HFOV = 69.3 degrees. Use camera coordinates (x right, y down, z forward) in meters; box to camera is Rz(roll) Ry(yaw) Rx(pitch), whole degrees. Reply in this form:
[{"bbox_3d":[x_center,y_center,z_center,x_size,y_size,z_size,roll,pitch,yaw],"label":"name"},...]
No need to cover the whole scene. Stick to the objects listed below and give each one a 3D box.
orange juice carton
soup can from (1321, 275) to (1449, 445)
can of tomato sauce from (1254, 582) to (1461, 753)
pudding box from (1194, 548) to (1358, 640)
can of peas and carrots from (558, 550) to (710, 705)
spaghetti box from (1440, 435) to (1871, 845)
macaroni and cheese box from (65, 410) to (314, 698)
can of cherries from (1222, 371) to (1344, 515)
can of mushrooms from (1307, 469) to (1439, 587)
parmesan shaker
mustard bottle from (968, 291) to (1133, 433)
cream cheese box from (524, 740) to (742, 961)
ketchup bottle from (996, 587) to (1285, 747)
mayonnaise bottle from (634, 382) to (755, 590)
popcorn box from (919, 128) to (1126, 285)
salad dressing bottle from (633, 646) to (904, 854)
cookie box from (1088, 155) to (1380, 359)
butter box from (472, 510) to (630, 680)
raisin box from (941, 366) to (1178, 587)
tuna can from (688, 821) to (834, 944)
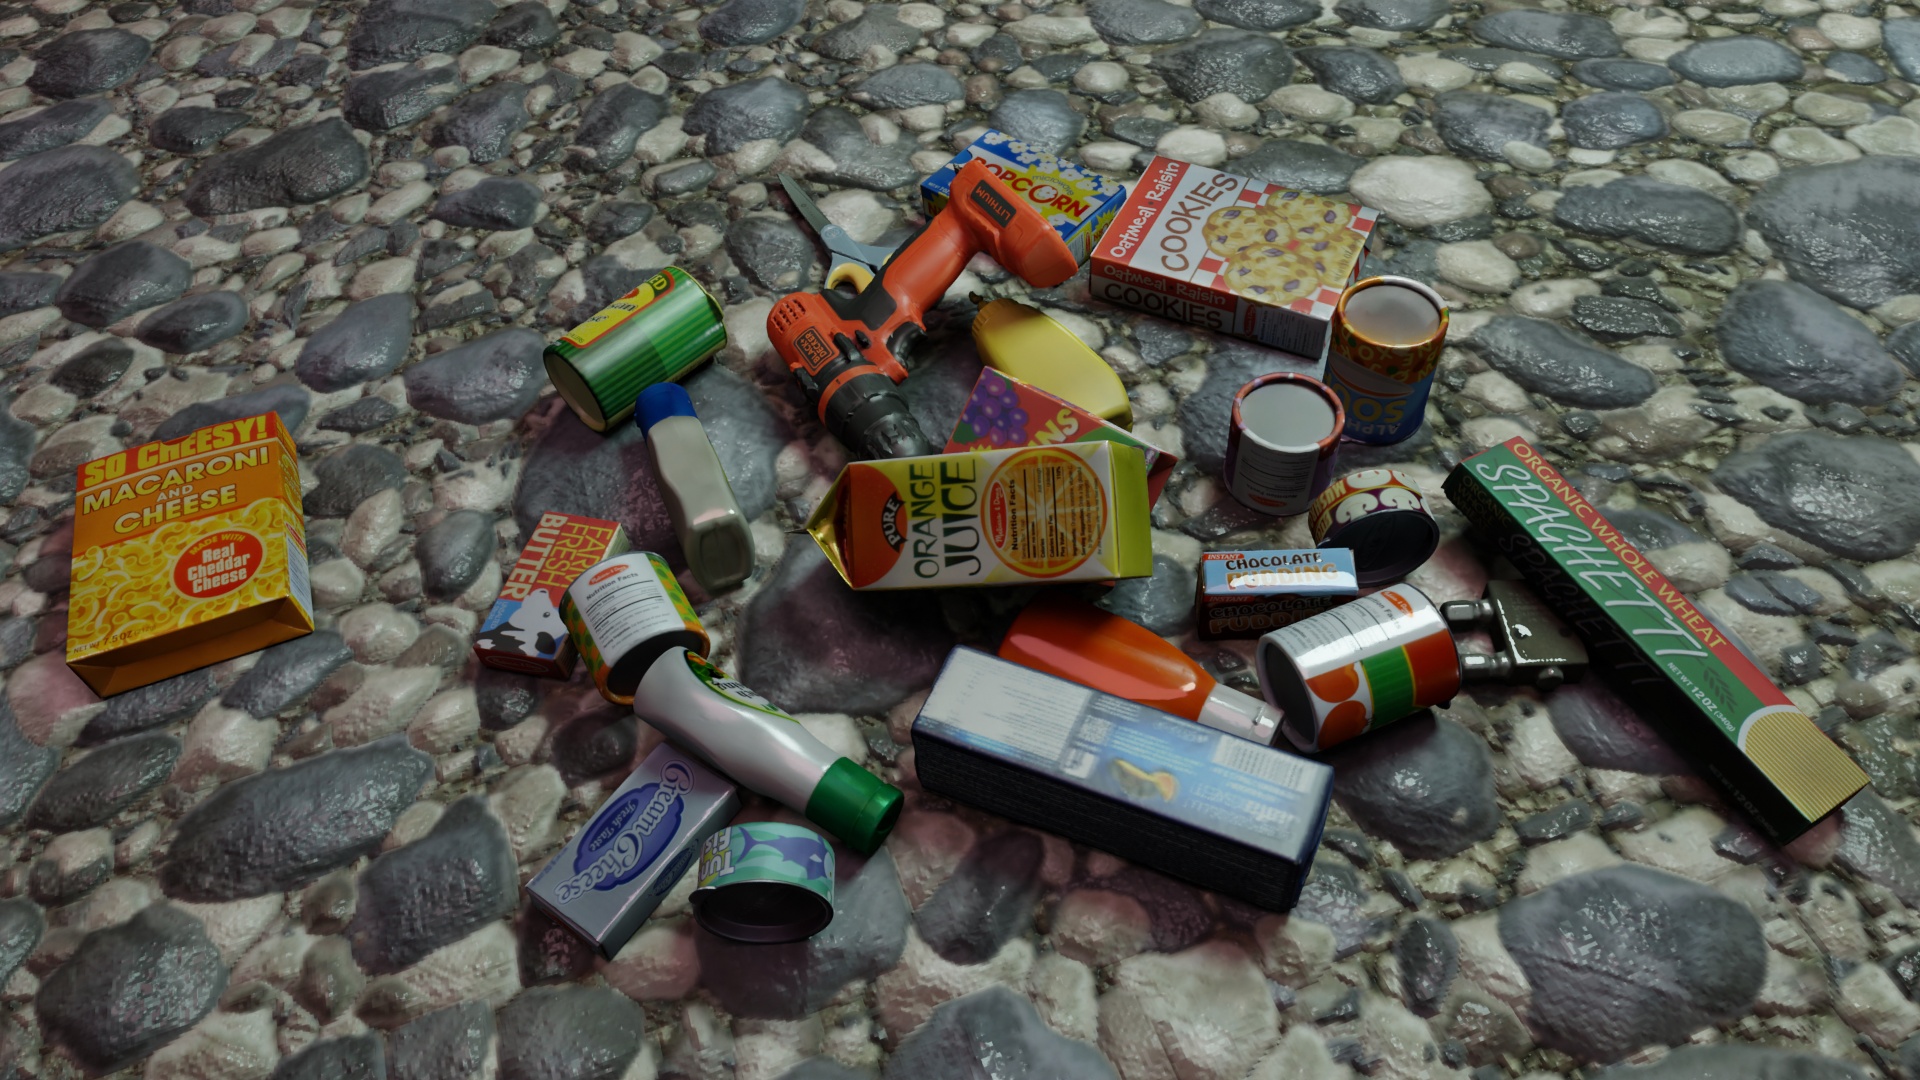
[{"bbox_3d":[0.003,-0.010,0.766,0.192,0.072,0.073,-4,87,22],"label":"orange juice carton"},{"bbox_3d":[0.257,-0.109,0.852,0.071,0.083,0.072,-2,51,3],"label":"soup can"},{"bbox_3d":[0.206,0.068,0.724,0.083,0.070,0.071,-19,52,-10],"label":"can of tomato sauce"},{"bbox_3d":[0.174,0.030,0.767,0.084,0.049,0.030,-1,52,4],"label":"pudding box"},{"bbox_3d":[-0.179,0.050,0.769,0.071,0.070,0.059,-27,59,-16],"label":"can of peas and carrots"},{"bbox_3d":[0.357,0.044,0.731,0.050,0.028,0.251,-22,60,-23],"label":"spaghetti box"},{"bbox_3d":[-0.469,0.002,0.848,0.124,0.040,0.167,-18,52,-11],"label":"macaroni and cheese box"},{"bbox_3d":[0.193,-0.060,0.834,0.071,0.058,0.072,-2,51,3],"label":"can of cherries"},{"bbox_3d":[0.229,-0.007,0.781,0.071,0.070,0.033,-7,50,-1],"label":"can of mushrooms"},{"bbox_3d":[-0.213,-0.127,0.914,0.071,0.071,0.103,34,60,28],"label":"parmesan shaker"},{"bbox_3d":[0.048,-0.114,0.896,0.065,0.048,0.161,-27,53,-11],"label":"mustard bottle"},{"bbox_3d":[-0.165,0.155,0.707,0.053,0.024,0.104,27,57,24],"label":"cream cheese box"},{"bbox_3d":[0.096,0.078,0.738,0.149,0.043,0.065,22,52,21],"label":"ketchup bottle"},{"bbox_3d":[-0.165,-0.040,0.846,0.041,0.064,0.149,-17,48,-13],"label":"mayonnaise bottle"},{"bbox_3d":[0.046,-0.244,1.011,0.127,0.038,0.085,31,60,26],"label":"popcorn box"},{"bbox_3d":[-0.099,0.109,0.720,0.148,0.064,0.044,29,85,16],"label":"salad dressing bottle"},{"bbox_3d":[0.188,-0.198,0.961,0.167,0.040,0.123,19,55,18],"label":"cookie box"},{"bbox_3d":[-0.238,0.031,0.816,0.053,0.024,0.104,8,52,10],"label":"butter box"},{"bbox_3d":[0.052,-0.039,0.813,0.123,0.040,0.086,29,99,25],"label":"raisin box"},{"bbox_3d":[-0.096,0.164,0.666,0.071,0.070,0.033,-4,49,1],"label":"tuna can"}]
